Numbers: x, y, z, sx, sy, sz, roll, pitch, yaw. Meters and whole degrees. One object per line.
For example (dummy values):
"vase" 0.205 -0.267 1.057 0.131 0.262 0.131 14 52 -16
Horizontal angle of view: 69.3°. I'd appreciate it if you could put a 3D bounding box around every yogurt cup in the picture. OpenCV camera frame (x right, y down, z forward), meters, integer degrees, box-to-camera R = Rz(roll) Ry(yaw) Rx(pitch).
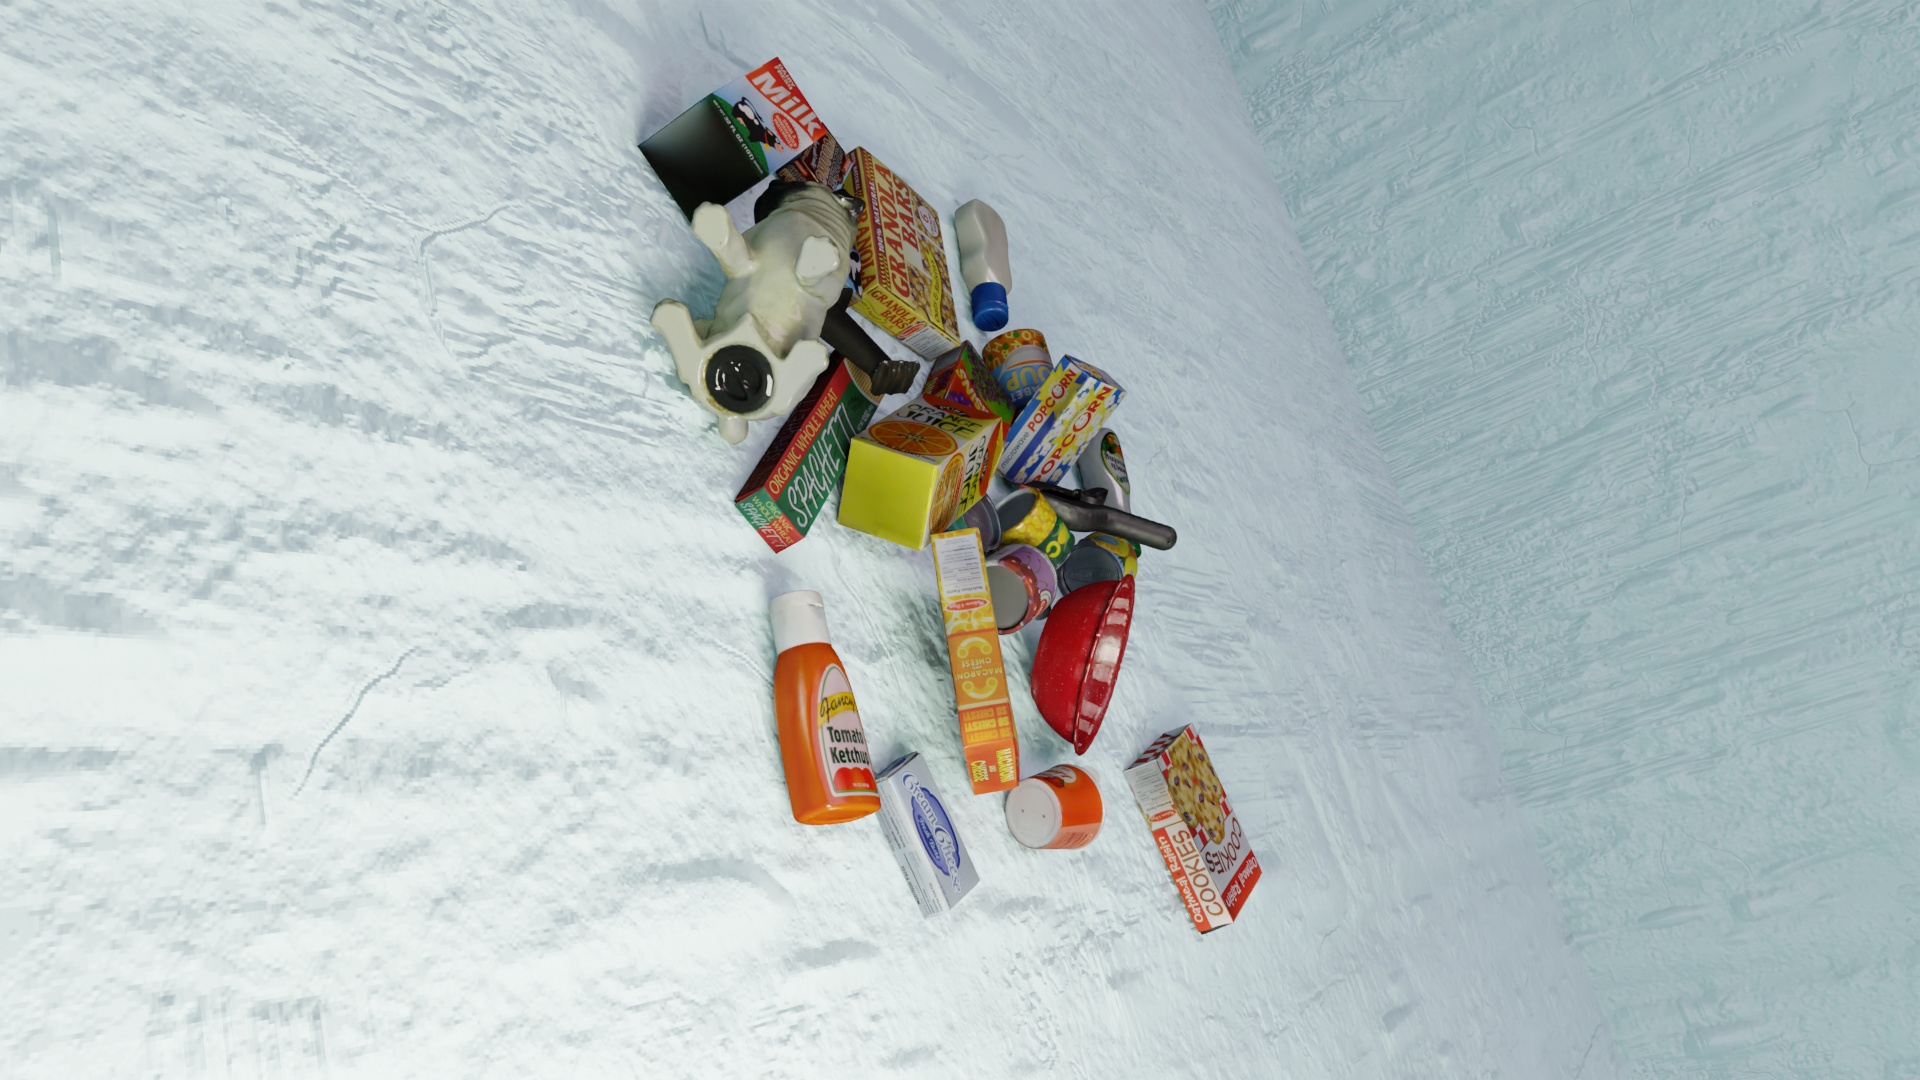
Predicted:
"yogurt cup" 0.072 0.211 1.087 0.054 0.072 0.072 4 64 -51

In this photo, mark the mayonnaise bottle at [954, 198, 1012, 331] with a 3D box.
"mayonnaise bottle" 0.026 -0.284 1.444 0.064 0.041 0.149 34 41 -44

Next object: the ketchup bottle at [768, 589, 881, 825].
"ketchup bottle" -0.094 0.107 0.897 0.065 0.043 0.149 18 52 -55

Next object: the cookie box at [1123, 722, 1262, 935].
"cookie box" 0.226 0.274 1.337 0.123 0.040 0.167 -21 85 -63

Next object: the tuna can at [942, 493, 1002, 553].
"tuna can" 0.004 -0.015 1.186 0.071 0.032 0.071 42 35 -38

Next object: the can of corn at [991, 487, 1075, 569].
"can of corn" 0.059 -0.004 1.238 0.058 0.071 0.071 51 30 -25

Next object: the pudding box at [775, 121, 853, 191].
"pudding box" -0.127 -0.325 1.214 0.049 0.030 0.084 52 30 -26

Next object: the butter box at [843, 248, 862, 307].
"butter box" -0.122 -0.242 1.158 0.103 0.024 0.053 34 41 -46

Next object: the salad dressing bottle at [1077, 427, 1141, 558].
"salad dressing bottle" 0.159 -0.048 1.481 0.064 0.044 0.148 24 48 -51

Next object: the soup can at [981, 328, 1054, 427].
"soup can" 0.063 -0.159 1.372 0.071 0.071 0.084 16 54 -57

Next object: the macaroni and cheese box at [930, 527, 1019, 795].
"macaroni and cheese box" 0.012 0.092 1.042 0.123 0.040 0.167 81 -1 -63

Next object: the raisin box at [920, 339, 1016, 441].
"raisin box" 0.005 -0.115 1.265 0.086 0.040 0.124 54 29 -23

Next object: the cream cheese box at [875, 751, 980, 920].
"cream cheese box" -0.026 0.203 0.958 0.104 0.024 0.053 65 26 0

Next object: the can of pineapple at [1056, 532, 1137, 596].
"can of pineapple" 0.134 0.027 1.346 0.071 0.071 0.058 64 26 -3

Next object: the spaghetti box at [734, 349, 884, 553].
"spaghetti box" -0.106 -0.078 1.047 0.050 0.028 0.251 53 29 -20

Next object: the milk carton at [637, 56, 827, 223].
"milk carton" -0.167 -0.320 1.089 0.072 0.073 0.191 56 28 -17

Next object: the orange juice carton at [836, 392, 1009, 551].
"orange juice carton" -0.023 -0.064 1.106 0.193 0.072 0.072 -43 148 -62

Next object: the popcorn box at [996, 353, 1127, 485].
"popcorn box" 0.093 -0.110 1.324 0.038 0.126 0.085 45 18 27

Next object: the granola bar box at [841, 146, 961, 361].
"granola bar box" -0.059 -0.262 1.274 0.124 0.039 0.166 29 43 -49

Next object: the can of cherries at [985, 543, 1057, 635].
"can of cherries" 0.043 0.043 1.169 0.071 0.071 0.058 64 27 -1
